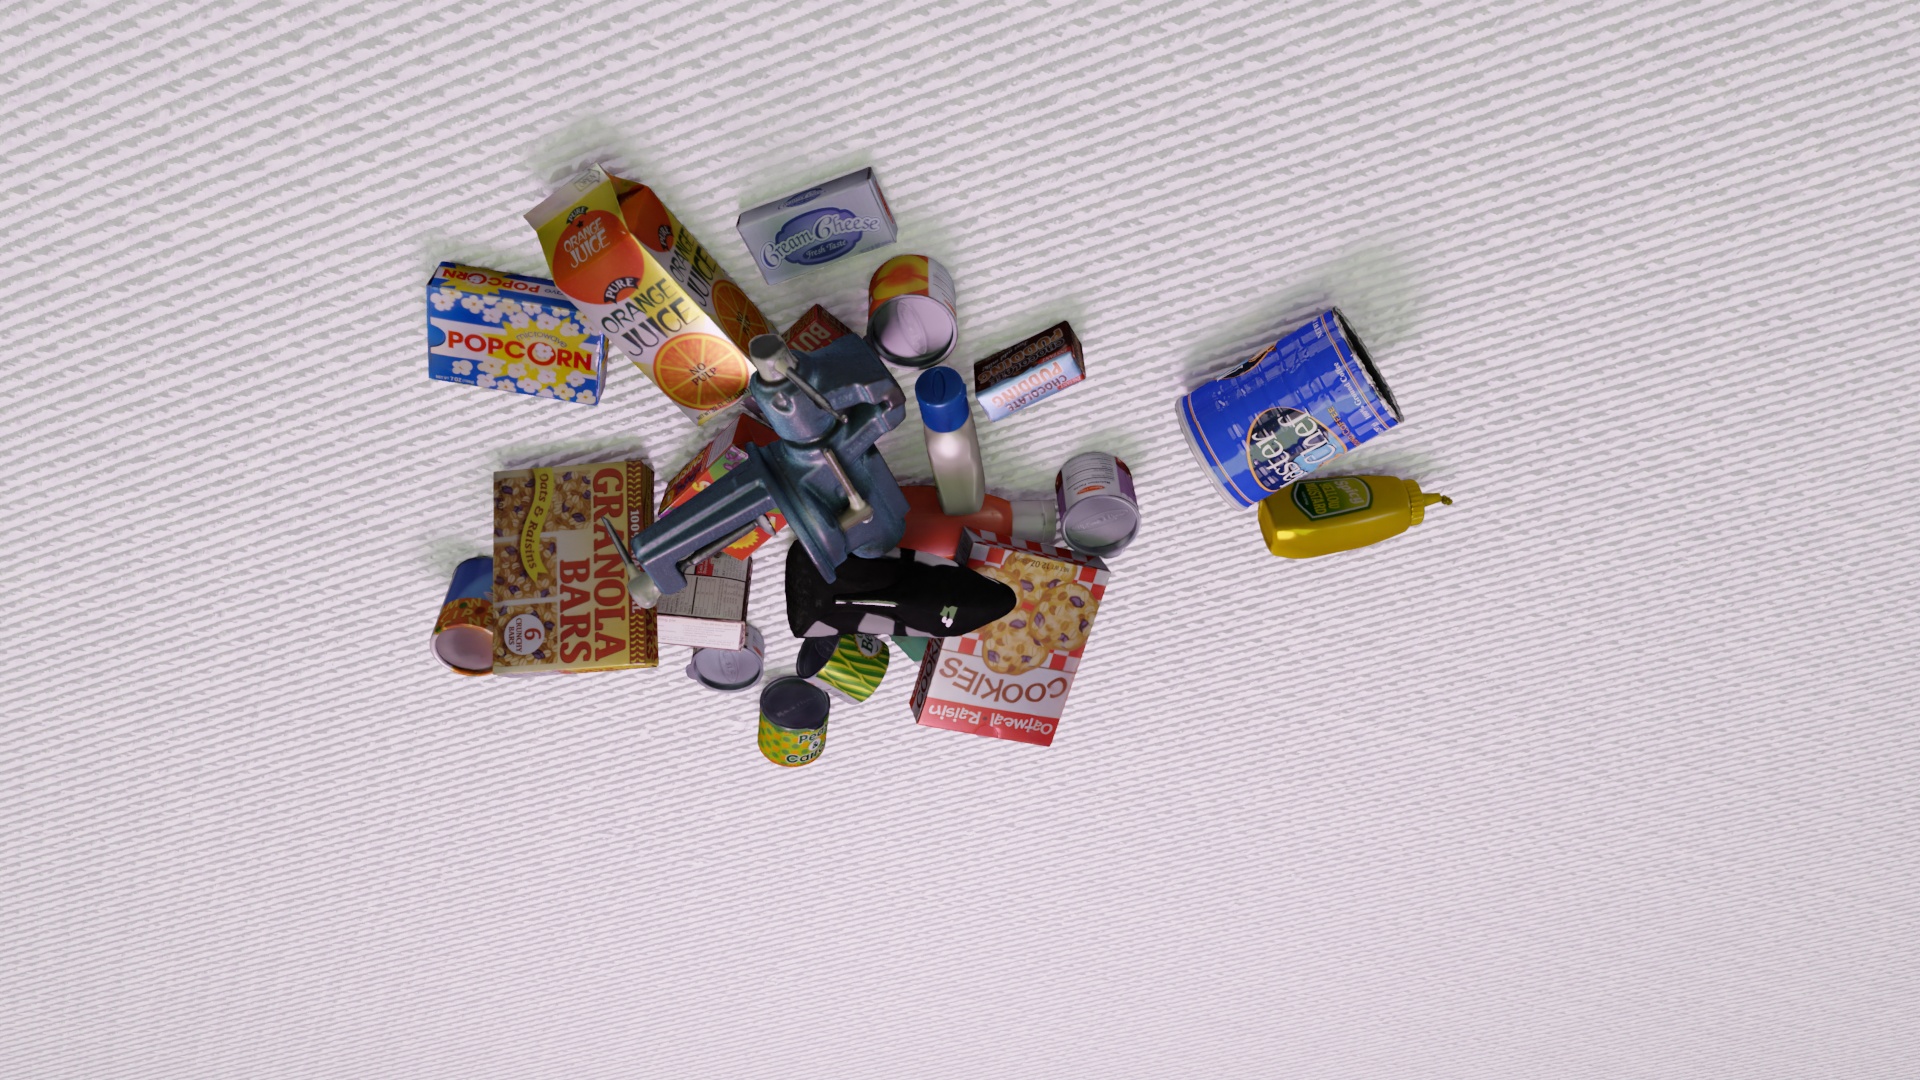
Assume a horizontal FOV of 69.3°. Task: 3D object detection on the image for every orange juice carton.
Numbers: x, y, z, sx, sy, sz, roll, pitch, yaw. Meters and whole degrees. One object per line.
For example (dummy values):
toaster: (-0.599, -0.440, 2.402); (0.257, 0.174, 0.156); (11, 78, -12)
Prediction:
orange juice carton: (-0.219, -0.180, 0.995); (0.071, 0.073, 0.192); (-28, 126, 21)

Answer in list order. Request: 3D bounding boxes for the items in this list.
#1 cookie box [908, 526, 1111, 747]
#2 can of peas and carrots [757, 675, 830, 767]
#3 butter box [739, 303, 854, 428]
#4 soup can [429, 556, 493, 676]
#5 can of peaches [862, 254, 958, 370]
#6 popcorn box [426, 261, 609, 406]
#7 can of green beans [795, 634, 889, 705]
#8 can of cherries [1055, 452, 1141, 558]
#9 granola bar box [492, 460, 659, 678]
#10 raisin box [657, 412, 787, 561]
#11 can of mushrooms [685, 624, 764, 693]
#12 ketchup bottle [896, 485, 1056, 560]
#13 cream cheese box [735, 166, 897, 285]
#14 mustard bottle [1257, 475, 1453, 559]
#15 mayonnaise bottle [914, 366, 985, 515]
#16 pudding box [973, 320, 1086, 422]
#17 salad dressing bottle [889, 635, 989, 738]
cookie box: (0.040, 0.083, 1.154); (0.123, 0.040, 0.166); (12, 108, -17)
can of peas and carrots: (-0.156, 0.172, 1.307); (0.071, 0.071, 0.058); (5, 131, -7)
butter box: (-0.125, -0.133, 1.072); (0.103, 0.024, 0.053); (-37, 124, 27)
soup can: (-0.410, 0.065, 1.194); (0.071, 0.084, 0.071); (-1, 131, -2)
can of peaches: (-0.038, -0.168, 1.023); (0.071, 0.058, 0.070); (-1, 132, -1)
popcorn box: (-0.328, -0.153, 1.037); (0.127, 0.038, 0.084); (9, 131, -10)
can of green beans: (-0.106, 0.108, 1.255); (0.058, 0.071, 0.071); (33, 122, -28)
can of cherries: (0.113, -0.028, 1.151); (0.071, 0.059, 0.071); (-2, 131, -2)
granola bar box: (-0.309, 0.024, 1.116); (0.124, 0.166, 0.039); (-5, 168, 3)
raisin box: (-0.177, -0.040, 1.125); (0.086, 0.040, 0.123); (30, 136, -27)
can of mushrooms: (-0.215, 0.106, 1.271); (0.071, 0.034, 0.070); (-1, 132, -1)
ketchup bottle: (0.004, -0.015, 1.159); (0.149, 0.065, 0.043); (-1, 175, -6)
cream cheese box: (-0.102, -0.224, 0.993); (0.104, 0.024, 0.053); (-16, 129, 12)
mustard bottle: (0.333, -0.026, 1.161); (0.160, 0.065, 0.048); (-9, 136, -2)
mayonnaise bottle: (-0.008, -0.079, 1.072); (0.041, 0.065, 0.147); (-6, 151, 4)
pudding box: (0.053, -0.129, 1.066); (0.083, 0.050, 0.030); (-23, 126, 17)
salad dressing bottle: (-0.009, 0.121, 1.277); (0.044, 0.064, 0.147); (-34, 117, 15)
